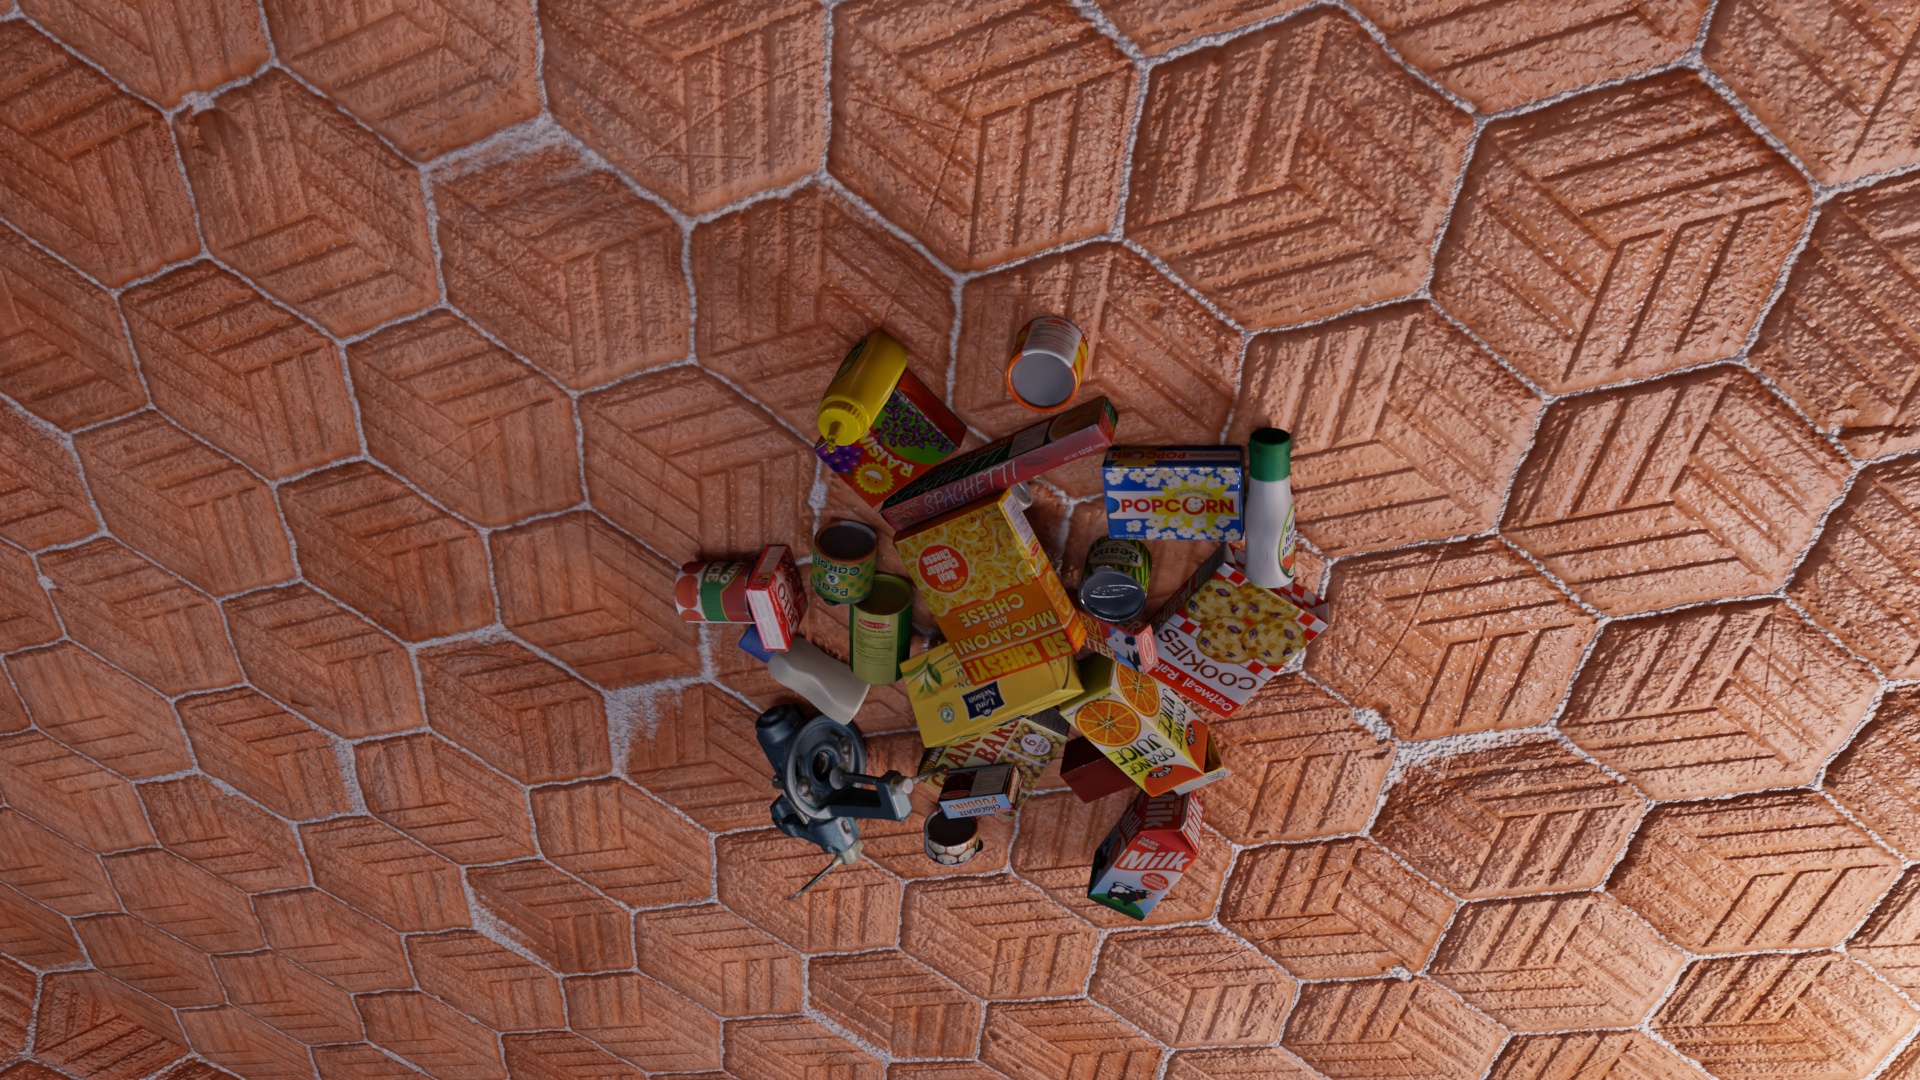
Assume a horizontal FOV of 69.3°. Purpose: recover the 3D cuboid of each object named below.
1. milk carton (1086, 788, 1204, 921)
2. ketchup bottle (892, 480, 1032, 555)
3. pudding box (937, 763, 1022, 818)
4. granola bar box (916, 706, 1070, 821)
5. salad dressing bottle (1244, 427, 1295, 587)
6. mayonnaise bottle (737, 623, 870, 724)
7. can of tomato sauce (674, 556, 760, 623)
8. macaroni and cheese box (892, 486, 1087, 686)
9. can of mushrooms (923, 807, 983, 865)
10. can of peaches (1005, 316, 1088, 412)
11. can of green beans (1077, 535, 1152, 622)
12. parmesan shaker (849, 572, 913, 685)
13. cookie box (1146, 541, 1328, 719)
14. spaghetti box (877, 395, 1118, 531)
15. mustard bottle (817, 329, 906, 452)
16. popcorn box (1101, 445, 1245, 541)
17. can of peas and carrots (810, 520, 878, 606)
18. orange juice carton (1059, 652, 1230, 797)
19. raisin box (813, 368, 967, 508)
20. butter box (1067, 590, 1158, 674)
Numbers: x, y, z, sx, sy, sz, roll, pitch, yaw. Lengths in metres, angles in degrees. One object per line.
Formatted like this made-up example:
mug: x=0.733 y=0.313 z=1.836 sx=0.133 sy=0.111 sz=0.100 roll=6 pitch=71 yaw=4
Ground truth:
milk carton: x=0.216 y=0.343 z=1.568 sx=0.073 sy=0.073 sz=0.189 roll=24 pitch=131 yaw=-4
ketchup bottle: x=0.005 y=-0.017 z=1.363 sx=0.148 sy=0.044 sz=0.064 roll=-32 pitch=108 yaw=32
pudding box: x=0.022 y=0.276 z=1.533 sx=0.083 sy=0.050 sz=0.030 roll=-11 pitch=122 yaw=23
granola bar box: x=0.036 y=0.231 z=1.553 sx=0.124 sy=0.039 sz=0.164 roll=24 pitch=130 yaw=-4
salad dressing bottle: x=0.283 y=-0.029 z=1.268 sx=0.044 sy=0.064 sz=0.147 roll=8 pitch=123 yaw=26
mayonnaise bottle: x=-0.173 y=0.140 z=1.527 sx=0.148 sy=0.065 sz=0.041 roll=33 pitch=126 yaw=-6
can of tomato sauce: x=-0.252 y=0.053 z=1.476 sx=0.083 sy=0.071 sz=0.070 roll=0 pitch=127 yaw=17
macaroni and cheese box: x=0.030 y=0.046 z=1.333 sx=0.123 sy=0.040 sz=0.166 roll=-21 pitch=105 yaw=28
can of mushrooms: x=-0.009 y=0.348 z=1.640 sx=0.071 sy=0.071 sz=0.033 roll=6 pitch=127 yaw=11
can of peaches: x=0.076 y=-0.153 z=1.226 sx=0.071 sy=0.058 sz=0.070 roll=7 pitch=128 yaw=10
can of green beans: x=0.152 y=0.037 z=1.355 sx=0.071 sy=0.058 sz=0.071 roll=8 pitch=129 yaw=10
parmesan shaker: x=-0.087 y=0.093 z=1.461 sx=0.071 sy=0.072 sz=0.102 roll=11 pitch=130 yaw=7
cookie box: x=0.263 y=0.092 z=1.380 sx=0.123 sy=0.040 sz=0.166 roll=30 pitch=128 yaw=-9
spaghetti box: x=0.033 y=-0.070 z=1.309 sx=0.249 sy=0.050 sz=0.028 roll=-21 pitch=118 yaw=29
mustard bottle: x=-0.093 y=-0.127 z=1.227 sx=0.049 sy=0.161 sz=0.065 roll=39 pitch=126 yaw=-14
popcorn box: x=0.200 y=-0.044 z=1.291 sx=0.127 sy=0.038 sz=0.084 roll=1 pitch=129 yaw=15
can of peas and carrots: x=-0.119 y=0.023 z=1.411 sx=0.071 sy=0.071 sz=0.058 roll=13 pitch=129 yaw=5
orange juice carton: x=0.197 y=0.201 z=1.463 sx=0.071 sy=0.073 sz=0.192 roll=-33 pitch=113 yaw=34
raisin box: x=-0.068 y=-0.095 z=1.324 sx=0.123 sy=0.040 sz=0.086 roll=-32 pitch=115 yaw=34
butter box: x=0.148 y=0.091 z=1.388 sx=0.103 sy=0.024 sz=0.053 roll=25 pitch=142 yaw=43
